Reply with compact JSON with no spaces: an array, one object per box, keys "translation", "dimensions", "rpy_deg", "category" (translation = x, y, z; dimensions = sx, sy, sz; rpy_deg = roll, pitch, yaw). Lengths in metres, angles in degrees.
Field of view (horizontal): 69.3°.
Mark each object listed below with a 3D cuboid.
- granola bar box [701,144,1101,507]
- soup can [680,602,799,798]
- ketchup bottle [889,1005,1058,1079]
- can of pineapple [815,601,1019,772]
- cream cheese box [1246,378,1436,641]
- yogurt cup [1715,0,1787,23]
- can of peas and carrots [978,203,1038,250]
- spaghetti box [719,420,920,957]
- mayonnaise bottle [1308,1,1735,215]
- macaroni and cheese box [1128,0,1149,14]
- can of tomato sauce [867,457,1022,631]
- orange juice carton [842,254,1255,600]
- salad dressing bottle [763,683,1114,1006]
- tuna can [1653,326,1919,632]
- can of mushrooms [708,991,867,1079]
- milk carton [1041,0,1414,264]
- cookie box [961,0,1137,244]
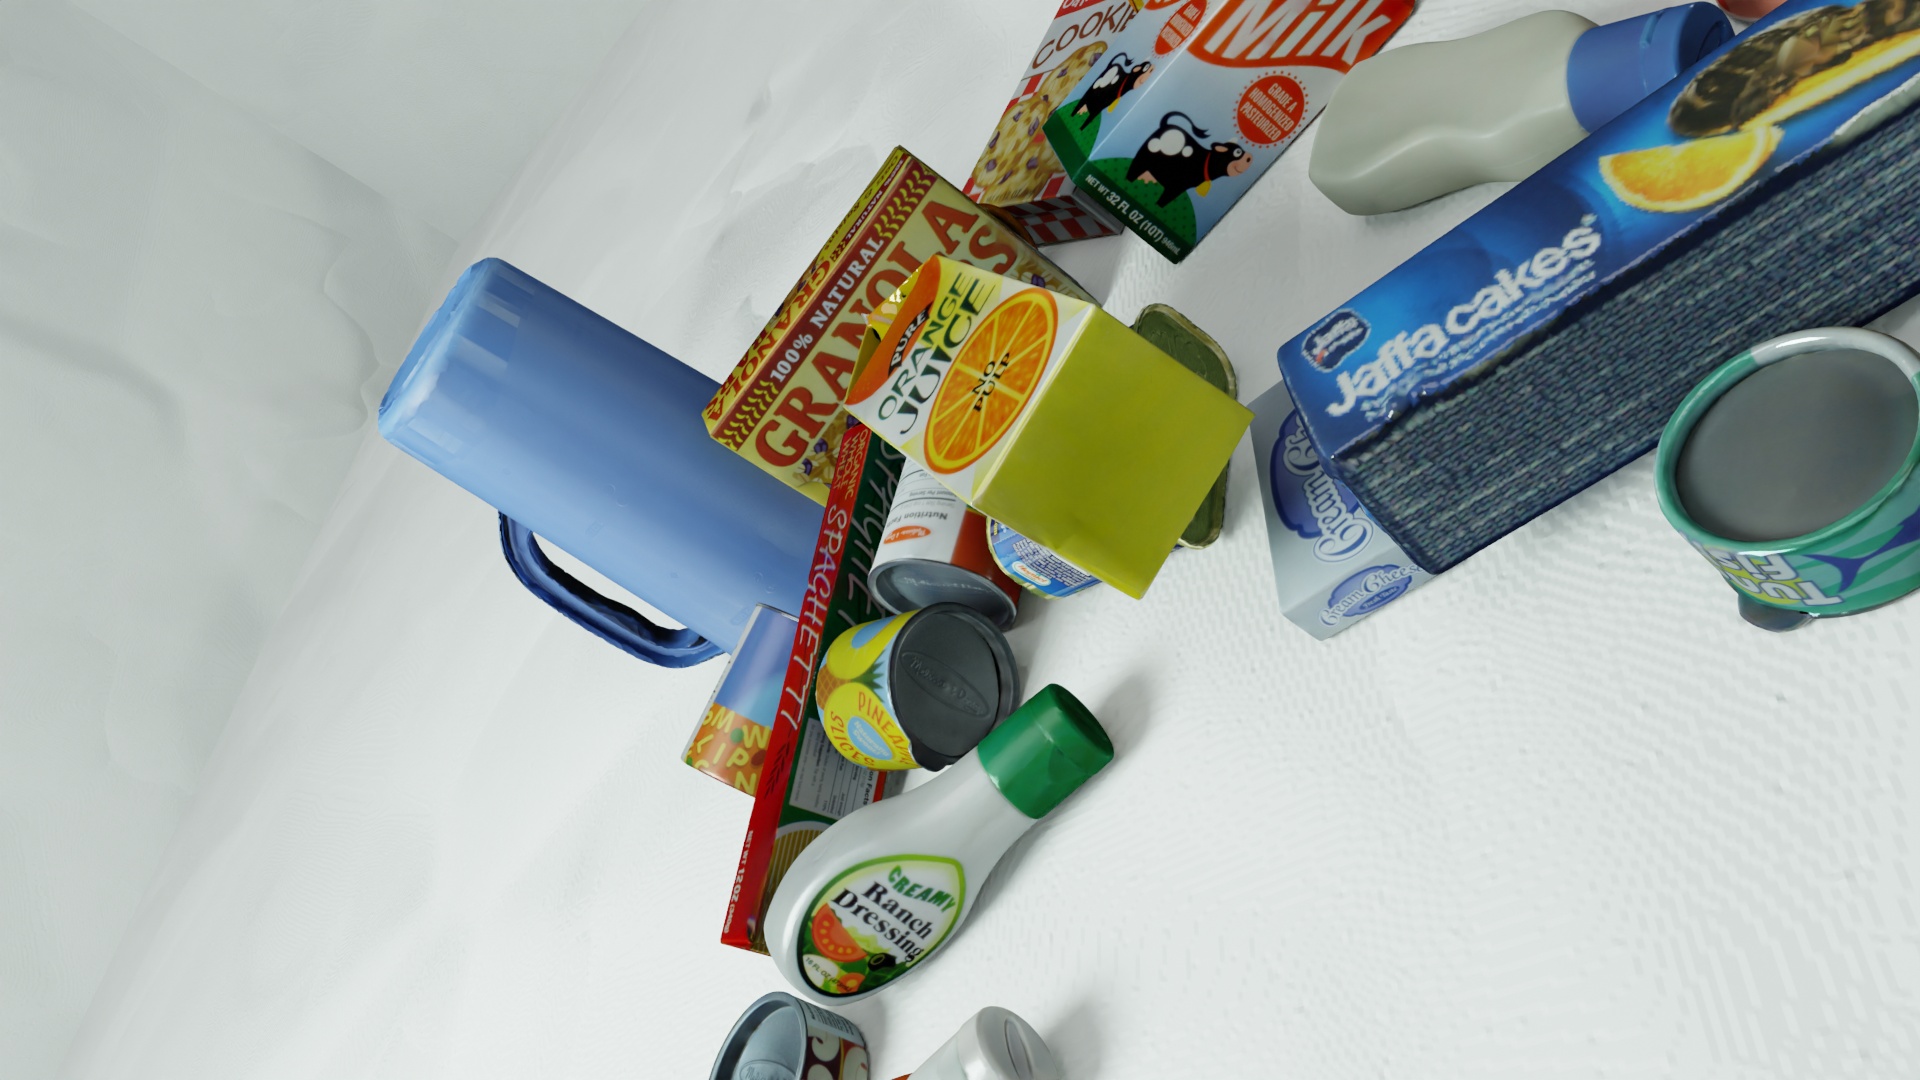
[{"translation":[-0.029,-0.090,0.689],"dimensions":[0.165,0.124,0.039],"rpy_deg":[-52,28,11],"category":"granola bar box"},{"translation":[-0.085,0.082,0.669],"dimensions":[0.071,0.071,0.084],"rpy_deg":[7,68,59],"category":"soup can"},{"translation":[-0.028,0.216,0.467],"dimensions":[0.148,0.043,0.065],"rpy_deg":[-47,30,17],"category":"ketchup bottle"},{"translation":[-0.020,0.063,0.580],"dimensions":[0.057,0.071,0.071],"rpy_deg":[-18,47,51],"category":"can of pineapple"},{"translation":[0.130,-0.020,0.476],"dimensions":[0.053,0.024,0.104],"rpy_deg":[-38,34,34],"category":"cream cheese box"},{"translation":[0.256,-0.204,0.430],"dimensions":[0.072,0.054,0.073],"rpy_deg":[-39,33,32],"category":"yogurt cup"},{"translation":[0.004,-0.142,0.752],"dimensions":[0.058,0.071,0.071],"rpy_deg":[-21,45,48],"category":"can of peas and carrots"},{"translation":[-0.051,0.061,0.624],"dimensions":[0.028,0.050,0.251],"rpy_deg":[-19,53,49],"category":"spaghetti box"},{"translation":[0.194,-0.154,0.493],"dimensions":[0.148,0.041,0.065],"rpy_deg":[9,71,58],"category":"mayonnaise bottle"},{"translation":[0.146,-0.334,0.690],"dimensions":[0.166,0.040,0.124],"rpy_deg":[-25,39,12],"category":"macaroni and cheese box"},{"translation":[0.002,-0.008,0.622],"dimensions":[0.071,0.071,0.083],"rpy_deg":[-22,44,48],"category":"can of tomato sauce"},{"translation":[0.017,-0.052,0.512],"dimensions":[0.073,0.072,0.193],"rpy_deg":[-59,26,4],"category":"orange juice carton"},{"translation":[-0.008,0.114,0.524],"dimensions":[0.147,0.064,0.044],"rpy_deg":[-43,21,11],"category":"salad dressing bottle"},{"translation":[0.207,-0.015,0.339],"dimensions":[0.071,0.033,0.071],"rpy_deg":[-38,34,31],"category":"tuna can"},{"translation":[-0.069,0.216,0.542],"dimensions":[0.070,0.033,0.071],"rpy_deg":[-37,34,32],"category":"can of mushrooms"},{"translation":[0.130,-0.229,0.632],"dimensions":[0.190,0.072,0.074],"rpy_deg":[-46,30,20],"category":"milk carton"},{"translation":[0.075,-0.244,0.768],"dimensions":[0.123,0.040,0.167],"rpy_deg":[11,72,58],"category":"cookie box"}]
